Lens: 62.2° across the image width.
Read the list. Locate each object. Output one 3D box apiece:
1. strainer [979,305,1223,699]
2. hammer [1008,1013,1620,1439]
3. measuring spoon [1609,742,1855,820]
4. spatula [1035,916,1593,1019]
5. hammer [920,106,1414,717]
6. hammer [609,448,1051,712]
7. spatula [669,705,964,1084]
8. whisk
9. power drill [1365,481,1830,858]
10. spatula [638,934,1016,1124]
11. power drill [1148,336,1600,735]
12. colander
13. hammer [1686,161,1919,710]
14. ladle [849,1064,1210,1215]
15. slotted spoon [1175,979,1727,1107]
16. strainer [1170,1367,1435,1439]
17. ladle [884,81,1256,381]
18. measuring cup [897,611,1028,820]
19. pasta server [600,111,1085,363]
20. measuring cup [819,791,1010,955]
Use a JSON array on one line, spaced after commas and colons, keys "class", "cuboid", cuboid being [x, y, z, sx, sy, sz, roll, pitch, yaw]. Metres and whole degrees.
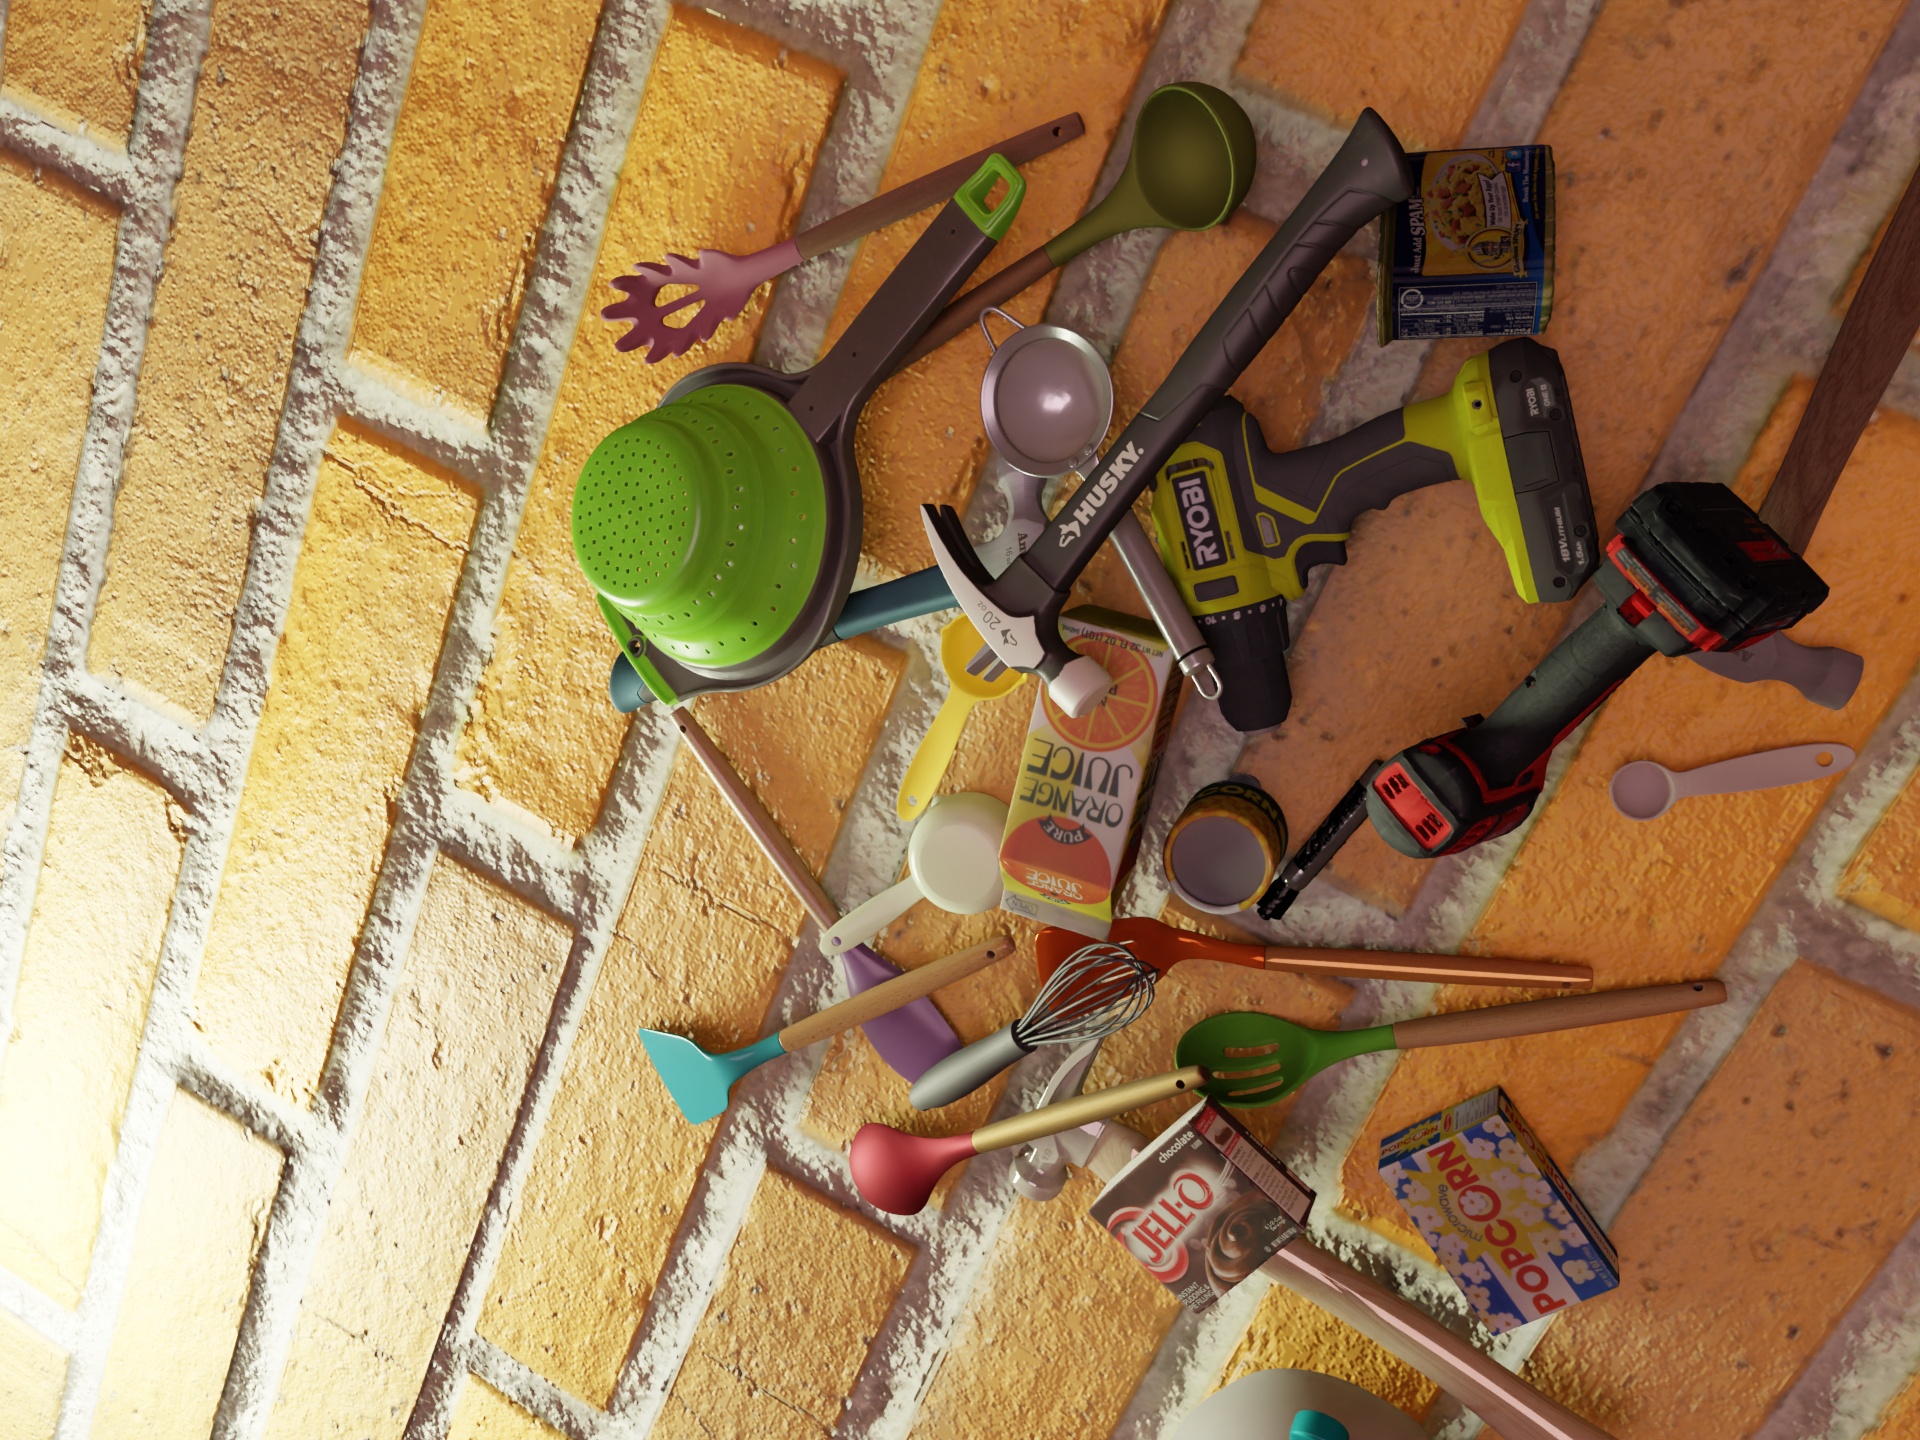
[{"class": "strainer", "cuboid": [0.083, -0.124, 0.895, 0.087, 0.050, 0.258, -35, 74, 33]}, {"class": "hammer", "cuboid": [0.227, 0.337, 0.970, 0.411, 0.038, 0.146, 30, 122, 15]}, {"class": "measuring spoon", "cuboid": [0.418, 0.029, 0.866, 0.124, 0.018, 0.034, -11, 98, 15]}, {"class": "spatula", "cuboid": [0.207, 0.151, 0.956, 0.322, 0.041, 0.081, 1, 127, 19]}, {"class": "hammer", "cuboid": [0.111, -0.169, 0.834, 0.146, 0.035, 0.334, 46, 114, 17]}, {"class": "hammer", "cuboid": [-0.088, -0.062, 0.998, 0.331, 0.033, 0.128, -15, 71, 27]}, {"class": "spatula", "cuboid": [-0.100, 0.122, 1.073, 0.060, 0.018, 0.316, -35, 91, 26]}, {"class": "whisk", "cuboid": [0.038, 0.199, 0.995, 0.055, 0.055, 0.239, 51, 131, 1]}, {"class": "power drill", "cuboid": [0.314, -0.016, 0.806, 0.079, 0.143, 0.219, 55, 126, 22]}, {"class": "spatula", "cuboid": [-0.095, 0.202, 1.077, 0.317, 0.044, 0.082, -26, 95, 24]}, {"class": "power drill", "cuboid": [0.221, -0.100, 0.869, 0.228, 0.080, 0.190, -11, 98, 25]}, {"class": "colander", "cuboid": [-0.114, -0.174, 0.928, 0.397, 0.094, 0.205, -46, 66, 24]}, {"class": "hammer", "cuboid": [0.445, -0.176, 0.792, 0.130, 0.031, 0.331, 22, 110, 13]}, {"class": "ladle", "cuboid": [0.032, 0.264, 1.014, 0.315, 0.031, 0.069, -28, 87, 37]}, {"class": "slotted spoon", "cuboid": [0.283, 0.185, 0.938, 0.314, 0.070, 0.031, -13, 131, 18]}, {"class": "strainer", "cuboid": [0.216, 0.423, 0.930, 0.211, 0.095, 0.340, 15, 147, 21]}, {"class": "ladle", "cuboid": [0.026, -0.253, 0.911, 0.320, 0.062, 0.078, -27, 91, 26]}, {"class": "measuring cup", "cuboid": [-0.002, -0.003, 1.001, 0.062, 0.029, 0.156, 31, 114, 10]}, {"class": "pasta server", "cuboid": [-0.074, -0.291, 0.947, 0.316, 0.040, 0.060, -17, 106, 22]}, {"class": "measuring cup", "cuboid": [-0.031, 0.111, 1.026, 0.167, 0.038, 0.083, -35, 91, 17]}]
